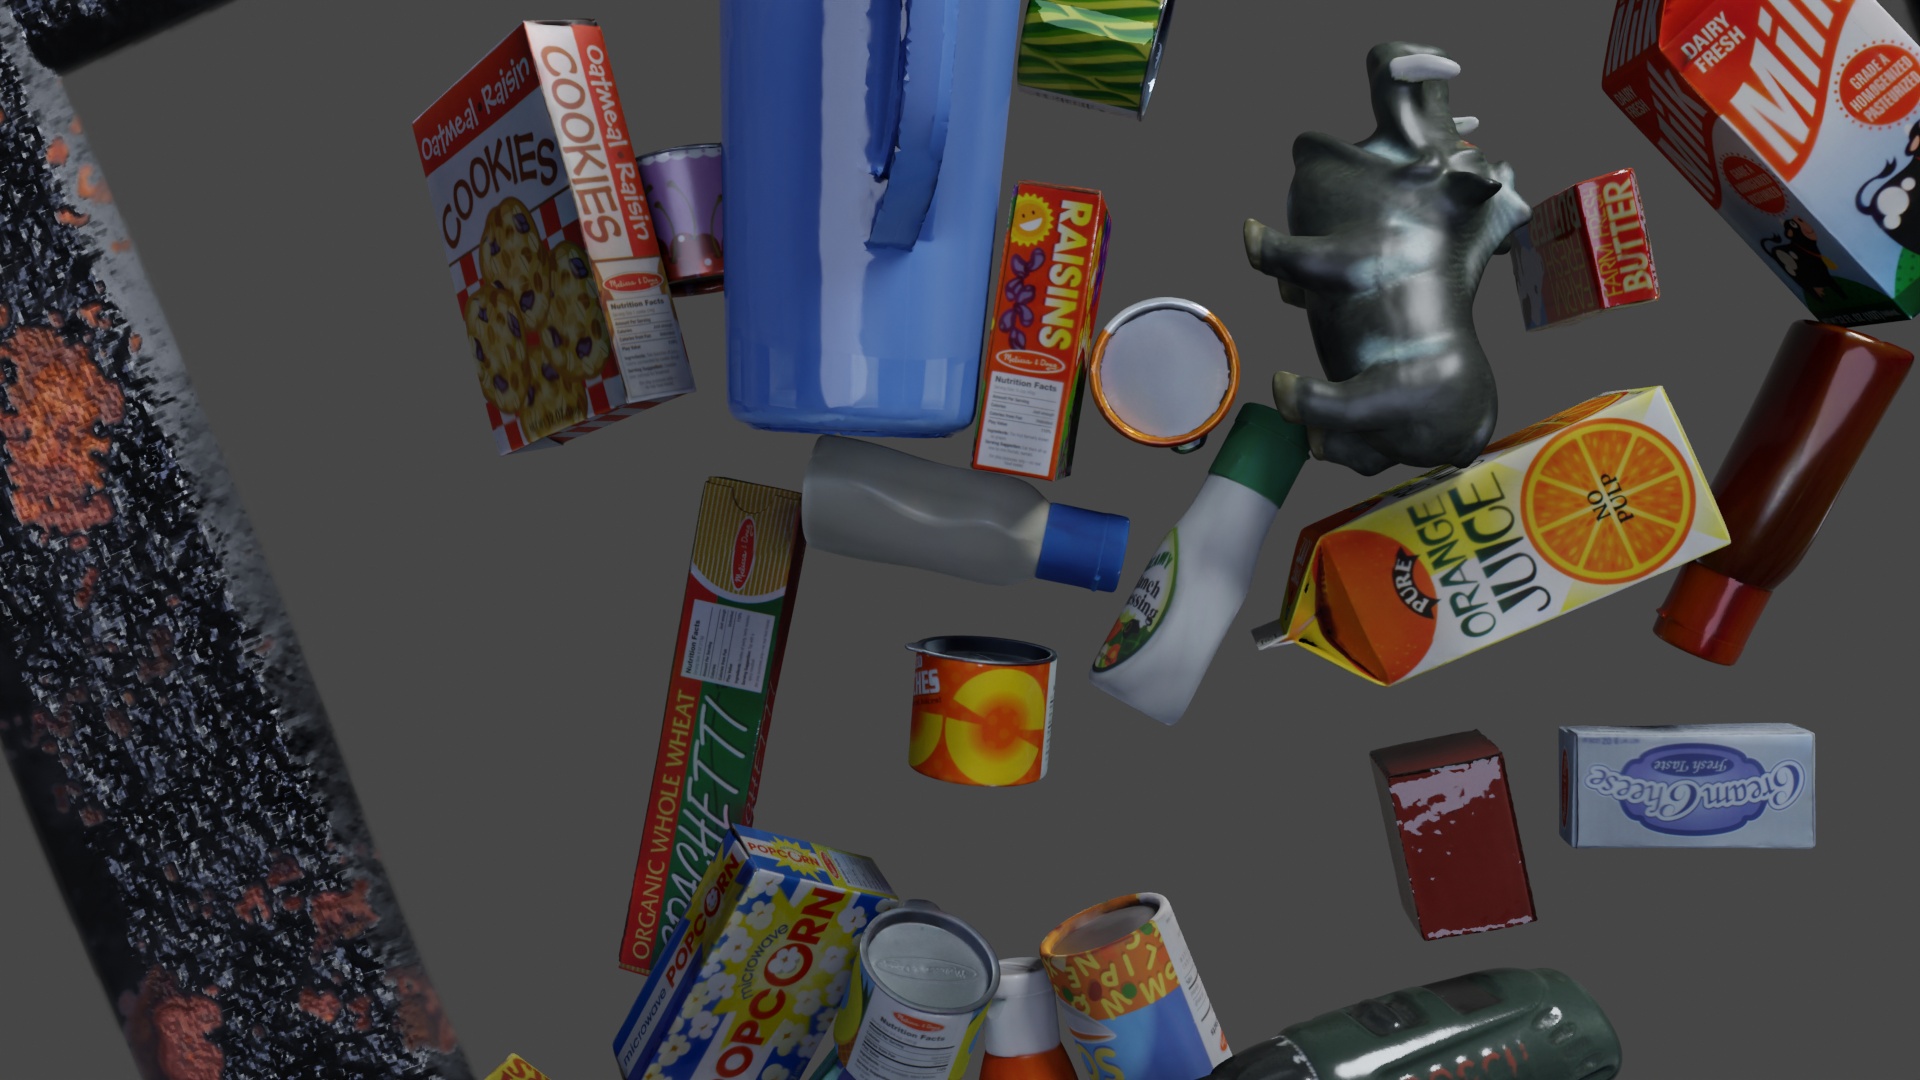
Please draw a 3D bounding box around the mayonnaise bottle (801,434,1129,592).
[{"bbox_3d":[0.002,-0.008,0.644,0.148,0.064,0.041,12,57,3],"label":"mayonnaise bottle"}]

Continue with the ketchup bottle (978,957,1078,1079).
[{"bbox_3d":[0.034,0.277,0.661,0.064,0.043,0.149,-11,84,45],"label":"ketchup bottle"}]

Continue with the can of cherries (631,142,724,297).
[{"bbox_3d":[-0.120,-0.147,0.645,0.071,0.071,0.058,-10,93,8],"label":"can of cherries"}]

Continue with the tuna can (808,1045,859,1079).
[{"bbox_3d":[-0.057,0.268,0.664,0.033,0.071,0.071,39,98,4],"label":"tuna can"}]

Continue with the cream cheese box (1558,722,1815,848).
[{"bbox_3d":[0.327,0.110,0.627,0.104,0.024,0.053,-1,94,7],"label":"cream cheese box"}]

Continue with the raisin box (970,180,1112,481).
[{"bbox_3d":[0.037,-0.091,0.619,0.040,0.086,0.123,10,96,9],"label":"raisin box"}]

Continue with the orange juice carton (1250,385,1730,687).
[{"bbox_3d":[0.218,0.006,0.610,0.192,0.072,0.073,-25,90,8],"label":"orange juice carton"}]

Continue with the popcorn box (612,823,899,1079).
[{"bbox_3d":[-0.097,0.205,0.658,0.085,0.038,0.126,24,98,-35],"label":"popcorn box"}]

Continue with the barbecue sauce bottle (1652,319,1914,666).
[{"bbox_3d":[0.349,-0.019,0.599,0.044,0.065,0.148,22,105,8],"label":"barbecue sauce bottle"}]

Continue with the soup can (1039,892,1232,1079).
[{"bbox_3d":[0.079,0.217,0.644,0.071,0.071,0.083,-22,90,8],"label":"soup can"}]

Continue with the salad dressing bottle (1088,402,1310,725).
[{"bbox_3d":[0.111,0.009,0.632,0.044,0.064,0.147,28,89,-9],"label":"salad dressing bottle"}]

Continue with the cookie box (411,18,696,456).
[{"bbox_3d":[-0.189,-0.133,0.637,0.122,0.040,0.167,-12,93,46],"label":"cookie box"}]

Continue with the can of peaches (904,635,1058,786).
[{"bbox_3d":[0.008,0.078,0.644,0.071,0.071,0.058,5,96,7],"label":"can of peaches"}]

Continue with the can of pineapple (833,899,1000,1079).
[{"bbox_3d":[-0.021,0.212,0.643,0.071,0.071,0.057,20,115,5],"label":"can of pineapple"}]

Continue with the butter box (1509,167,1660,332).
[{"bbox_3d":[0.257,-0.118,0.581,0.024,0.103,0.053,-12,92,7],"label":"butter box"}]

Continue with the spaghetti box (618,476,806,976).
[{"bbox_3d":[-0.120,0.094,0.680,0.050,0.029,0.249,12,95,6],"label":"spaghetti box"}]

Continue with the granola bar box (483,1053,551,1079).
[{"bbox_3d":[-0.200,0.361,0.703,0.165,0.039,0.124,34,97,4],"label":"granola bar box"}]

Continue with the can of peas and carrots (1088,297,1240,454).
[{"bbox_3d":[0.092,-0.072,0.627,0.071,0.059,0.071,1,94,8],"label":"can of peas and carrots"}]

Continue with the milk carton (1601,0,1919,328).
[{"bbox_3d":[0.343,-0.183,0.581,0.073,0.072,0.190,-42,88,9],"label":"milk carton"}]

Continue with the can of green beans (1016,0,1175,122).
[{"bbox_3d":[0.061,-0.226,0.617,0.058,0.071,0.071,16,96,6],"label":"can of green beans"}]
